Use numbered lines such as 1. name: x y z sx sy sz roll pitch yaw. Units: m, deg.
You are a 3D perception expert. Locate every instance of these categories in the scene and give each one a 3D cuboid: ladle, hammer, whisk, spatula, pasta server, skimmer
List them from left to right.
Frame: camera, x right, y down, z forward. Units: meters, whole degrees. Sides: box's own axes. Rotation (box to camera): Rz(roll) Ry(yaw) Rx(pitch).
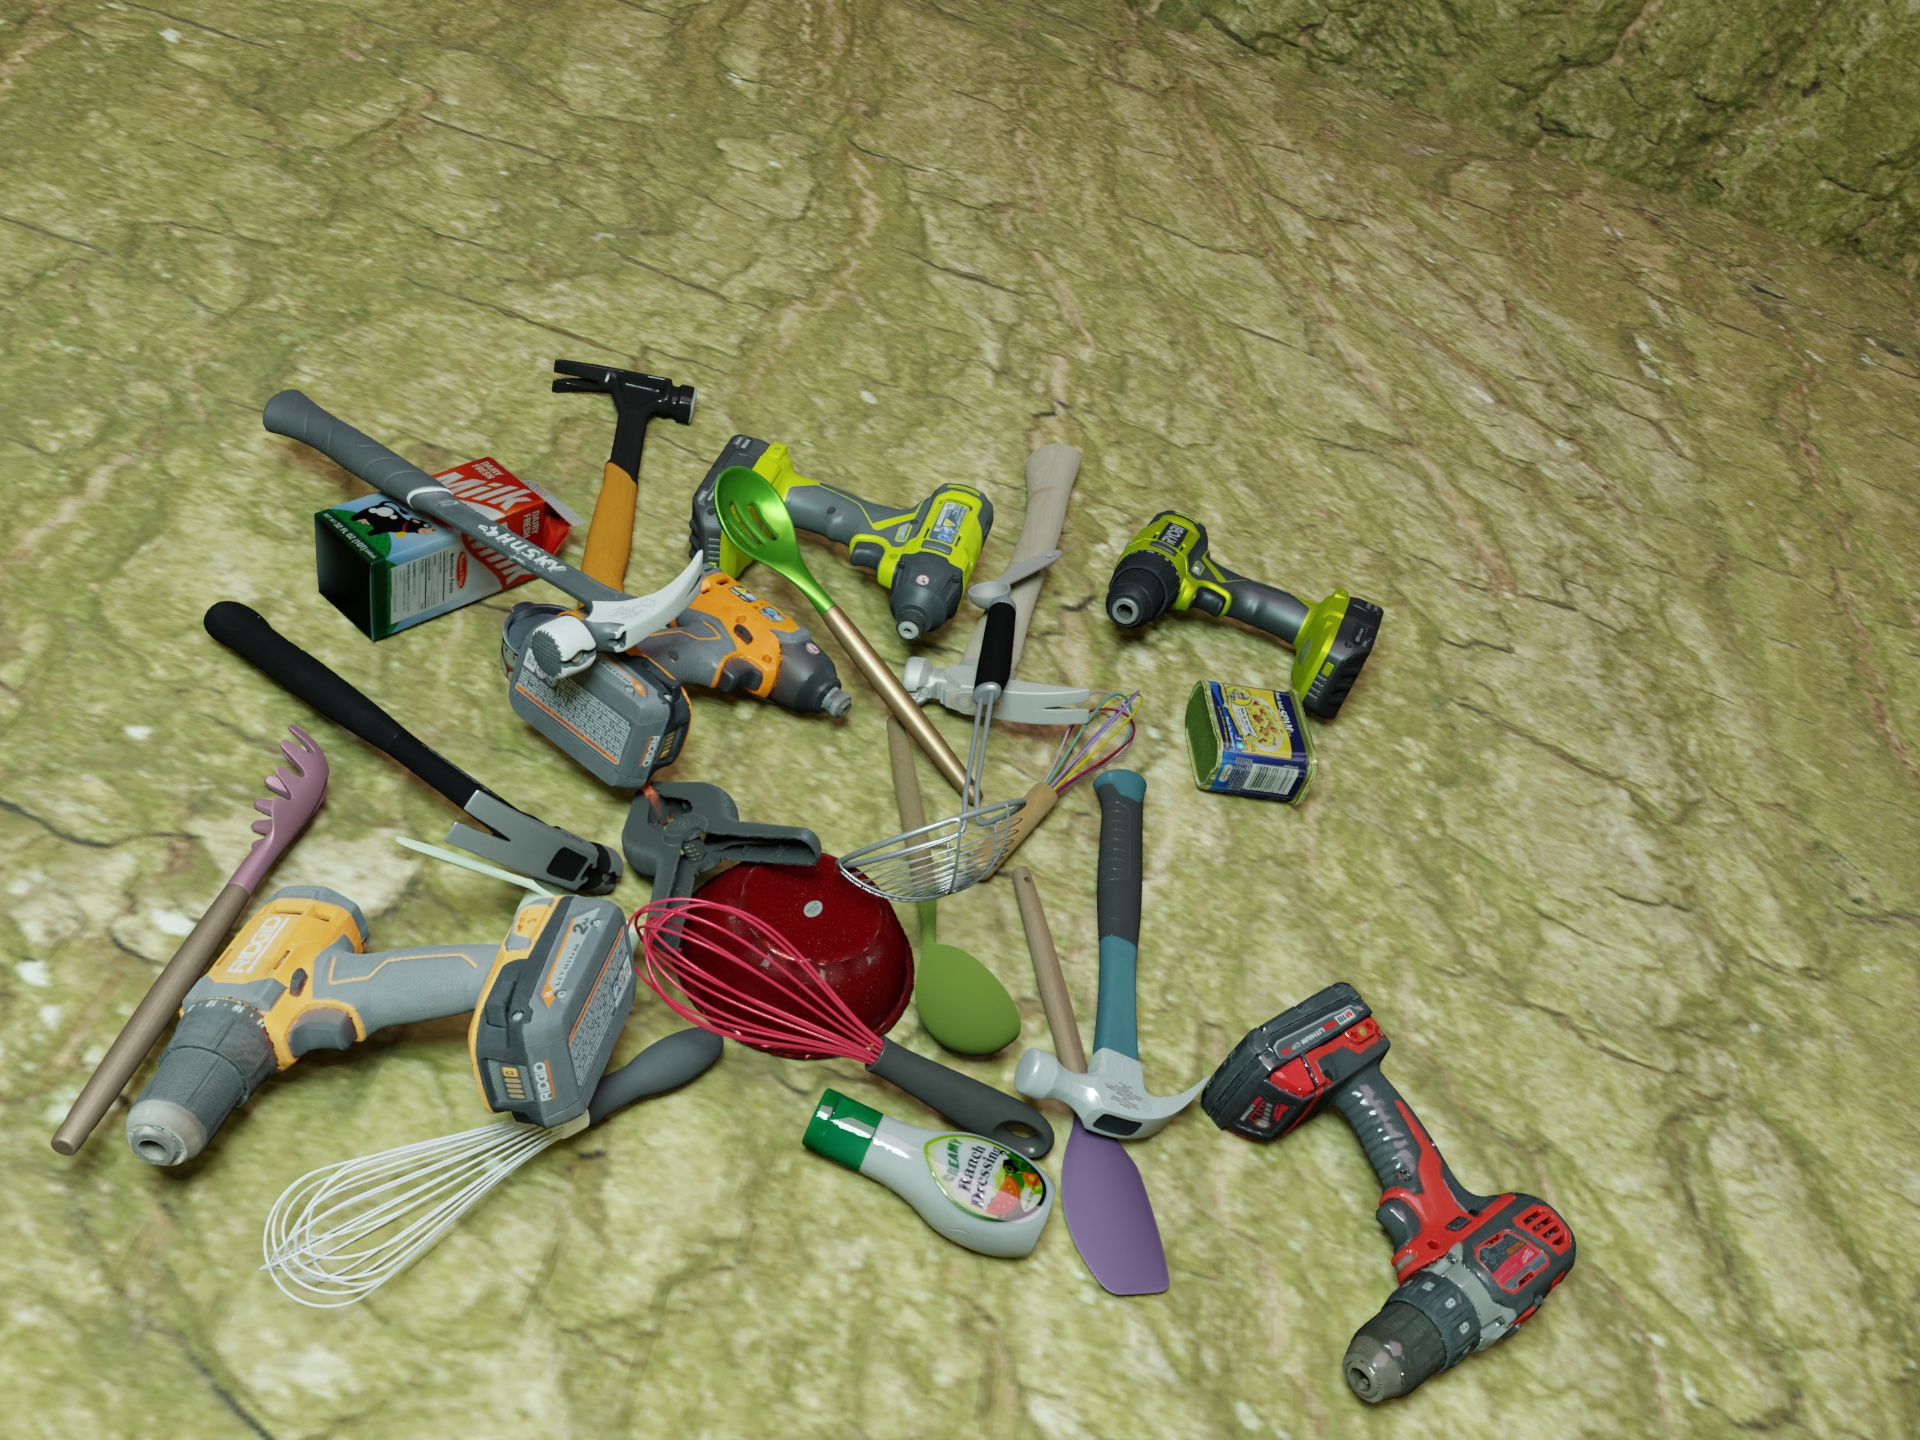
1. pasta server: -0.431 0.113 0.903 0.040 0.060 0.316 29 34 -14
2. hammer: -0.374 0.008 1.027 0.335 0.146 0.035 31 86 21
3. hammer: -0.355 -0.151 1.117 0.409 0.036 0.149 30 39 27
4. whisk: -0.244 0.231 0.873 0.284 0.070 0.070 -21 56 -43
5. hammer: -0.291 -0.189 1.315 0.127 0.034 0.337 9 42 -14
6. whisk: -0.066 0.188 0.943 0.295 0.073 0.073 31 39 -14
7. ladle: -0.015 0.099 1.103 0.062 0.078 0.321 -10 40 -2
8. skimmer: -0.002 -0.004 1.110 0.090 0.127 0.364 54 27 -28
9. hammer: 0.067 -0.132 1.377 0.146 0.038 0.411 8 38 9
10. whisk: 0.073 0.046 1.211 0.047 0.051 0.245 17 41 28
11. spatula: 0.071 0.221 1.033 0.059 0.018 0.316 6 44 -20
12. hammer: 0.108 0.147 1.102 0.128 0.033 0.331 26 36 -13

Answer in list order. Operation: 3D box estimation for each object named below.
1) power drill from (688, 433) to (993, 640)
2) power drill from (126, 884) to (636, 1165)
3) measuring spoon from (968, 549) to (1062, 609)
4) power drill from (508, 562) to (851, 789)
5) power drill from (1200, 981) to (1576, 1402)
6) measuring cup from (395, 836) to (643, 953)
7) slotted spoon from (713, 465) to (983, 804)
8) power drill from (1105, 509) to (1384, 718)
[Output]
1. power drill: -0.099 -0.146 1.289 0.223 0.080 0.171 15 44 6
2. power drill: -0.307 0.164 0.848 0.226 0.084 0.185 1 31 7
3. measuring spoon: 0.050 -0.116 1.318 0.034 0.018 0.124 12 30 33
4. power drill: -0.187 -0.031 1.134 0.164 0.084 0.226 35 30 16
5. power drill: 0.252 0.293 0.988 0.188 0.080 0.227 -19 57 -36
6. measuring cup: -0.265 0.112 0.941 0.167 0.038 0.083 30 -7 -39
7. slotted spoon: -0.085 -0.061 1.197 0.314 0.031 0.070 52 42 4
8. power drill: 0.239 -0.093 1.378 0.228 0.080 0.191 26 31 8
